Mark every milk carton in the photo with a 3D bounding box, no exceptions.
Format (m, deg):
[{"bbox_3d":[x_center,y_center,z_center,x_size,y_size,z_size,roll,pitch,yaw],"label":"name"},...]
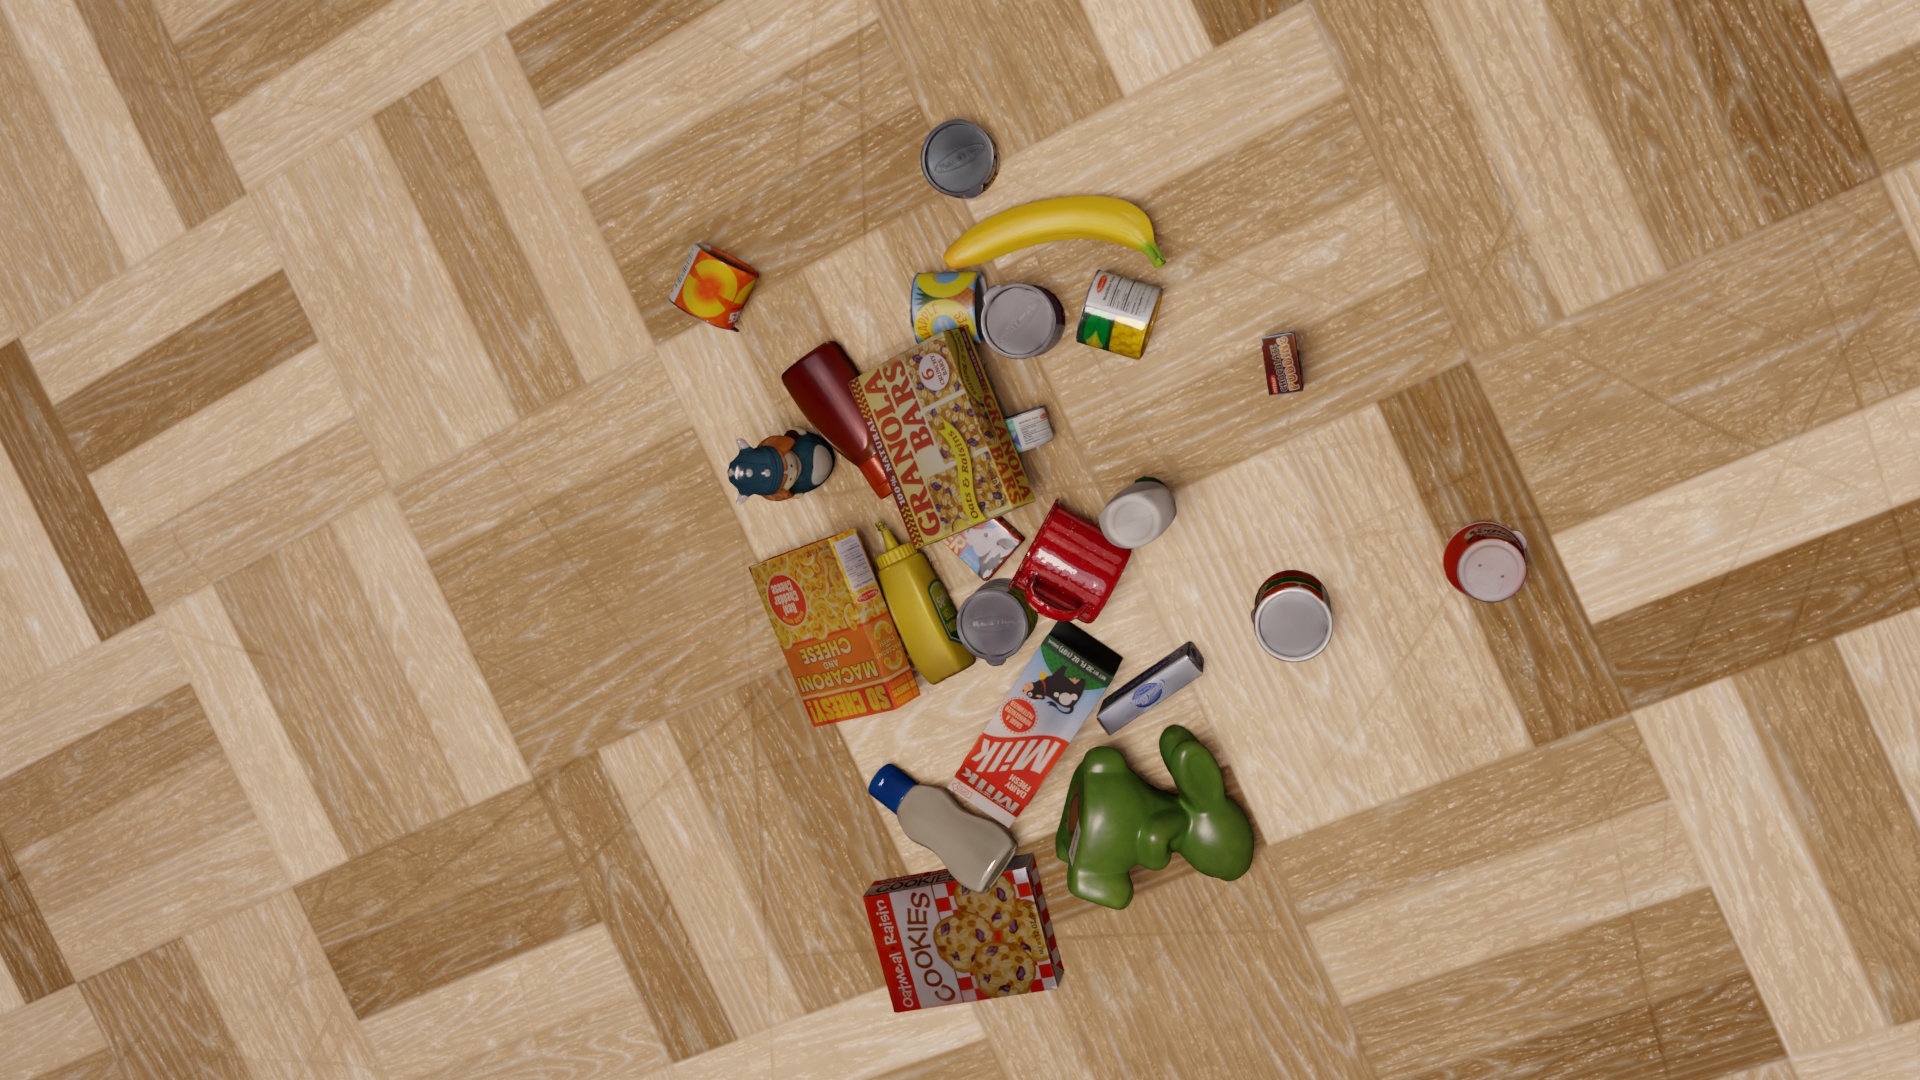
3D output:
[{"bbox_3d":[0.065,0.172,1.274,0.072,0.073,0.190,33,104,6],"label":"milk carton"}]

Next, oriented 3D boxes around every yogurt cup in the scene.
[{"bbox_3d":[0.446,0.021,1.174,0.072,0.054,0.072,2,99,13],"label":"yogurt cup"}]

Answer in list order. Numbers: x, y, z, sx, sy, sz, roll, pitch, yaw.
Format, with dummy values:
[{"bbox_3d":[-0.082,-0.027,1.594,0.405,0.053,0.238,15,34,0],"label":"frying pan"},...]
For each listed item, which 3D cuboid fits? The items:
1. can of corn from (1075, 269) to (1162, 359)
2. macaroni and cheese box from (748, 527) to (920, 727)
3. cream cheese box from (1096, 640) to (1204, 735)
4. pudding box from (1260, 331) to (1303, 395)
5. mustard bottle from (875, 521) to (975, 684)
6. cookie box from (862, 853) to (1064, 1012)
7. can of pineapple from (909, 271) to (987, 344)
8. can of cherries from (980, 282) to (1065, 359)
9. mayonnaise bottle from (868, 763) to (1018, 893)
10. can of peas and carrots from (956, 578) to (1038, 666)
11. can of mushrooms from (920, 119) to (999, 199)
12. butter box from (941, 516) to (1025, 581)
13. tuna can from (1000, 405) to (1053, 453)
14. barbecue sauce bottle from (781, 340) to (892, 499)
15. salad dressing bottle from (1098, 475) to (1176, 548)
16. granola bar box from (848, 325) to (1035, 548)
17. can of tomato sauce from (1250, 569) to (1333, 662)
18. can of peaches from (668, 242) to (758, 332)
[{"bbox_3d":[0.138,-0.194,1.209,0.058,0.071,0.071,18,102,9],"label":"can of corn"},{"bbox_3d":[-0.117,0.083,1.296,0.123,0.040,0.166,-18,95,43],"label":"macaroni and cheese box"},{"bbox_3d":[0.172,0.133,1.254,0.103,0.053,0.024,-36,91,15],"label":"cream cheese box"},{"bbox_3d":[0.272,-0.150,1.173,0.030,0.084,0.049,-8,97,15],"label":"pudding box"},{"bbox_3d":[-0.040,0.053,1.287,0.048,0.065,0.160,-27,88,20],"label":"mustard bottle"},{"bbox_3d":[0.002,0.379,1.336,0.167,0.040,0.122,-13,95,15],"label":"cookie box"},{"bbox_3d":[-0.009,-0.206,1.238,0.058,0.071,0.071,0,98,13],"label":"can of pineapple"},{"bbox_3d":[0.055,-0.197,1.230,0.071,0.058,0.071,2,100,14],"label":"can of cherries"},{"bbox_3d":[-0.020,0.266,1.307,0.148,0.041,0.065,33,85,23],"label":"mayonnaise bottle"},{"bbox_3d":[0.035,0.074,1.274,0.071,0.059,0.070,2,100,13],"label":"can of peas and carrots"},{"bbox_3d":[0.001,-0.336,1.235,0.071,0.033,0.071,2,98,12],"label":"can of mushrooms"},{"bbox_3d":[0.005,-0.016,1.286,0.103,0.024,0.053,43,106,4],"label":"butter box"},{"bbox_3d":[0.046,-0.095,1.244,0.071,0.071,0.033,-17,96,15],"label":"tuna can"},{"bbox_3d":[-0.101,-0.108,1.287,0.064,0.044,0.148,-34,90,16],"label":"barbecue sauce bottle"},{"bbox_3d":[0.155,-0.028,1.185,0.064,0.148,0.044,-22,94,16],"label":"salad dressing bottle"},{"bbox_3d":[-0.019,-0.089,1.225,0.124,0.039,0.165,-22,89,40],"label":"granola bar box"},{"bbox_3d":[0.286,0.065,1.202,0.071,0.083,0.071,2,99,12],"label":"can of tomato sauce"},{"bbox_3d":[-0.226,-0.234,1.286,0.071,0.071,0.058,30,103,7],"label":"can of peaches"}]
